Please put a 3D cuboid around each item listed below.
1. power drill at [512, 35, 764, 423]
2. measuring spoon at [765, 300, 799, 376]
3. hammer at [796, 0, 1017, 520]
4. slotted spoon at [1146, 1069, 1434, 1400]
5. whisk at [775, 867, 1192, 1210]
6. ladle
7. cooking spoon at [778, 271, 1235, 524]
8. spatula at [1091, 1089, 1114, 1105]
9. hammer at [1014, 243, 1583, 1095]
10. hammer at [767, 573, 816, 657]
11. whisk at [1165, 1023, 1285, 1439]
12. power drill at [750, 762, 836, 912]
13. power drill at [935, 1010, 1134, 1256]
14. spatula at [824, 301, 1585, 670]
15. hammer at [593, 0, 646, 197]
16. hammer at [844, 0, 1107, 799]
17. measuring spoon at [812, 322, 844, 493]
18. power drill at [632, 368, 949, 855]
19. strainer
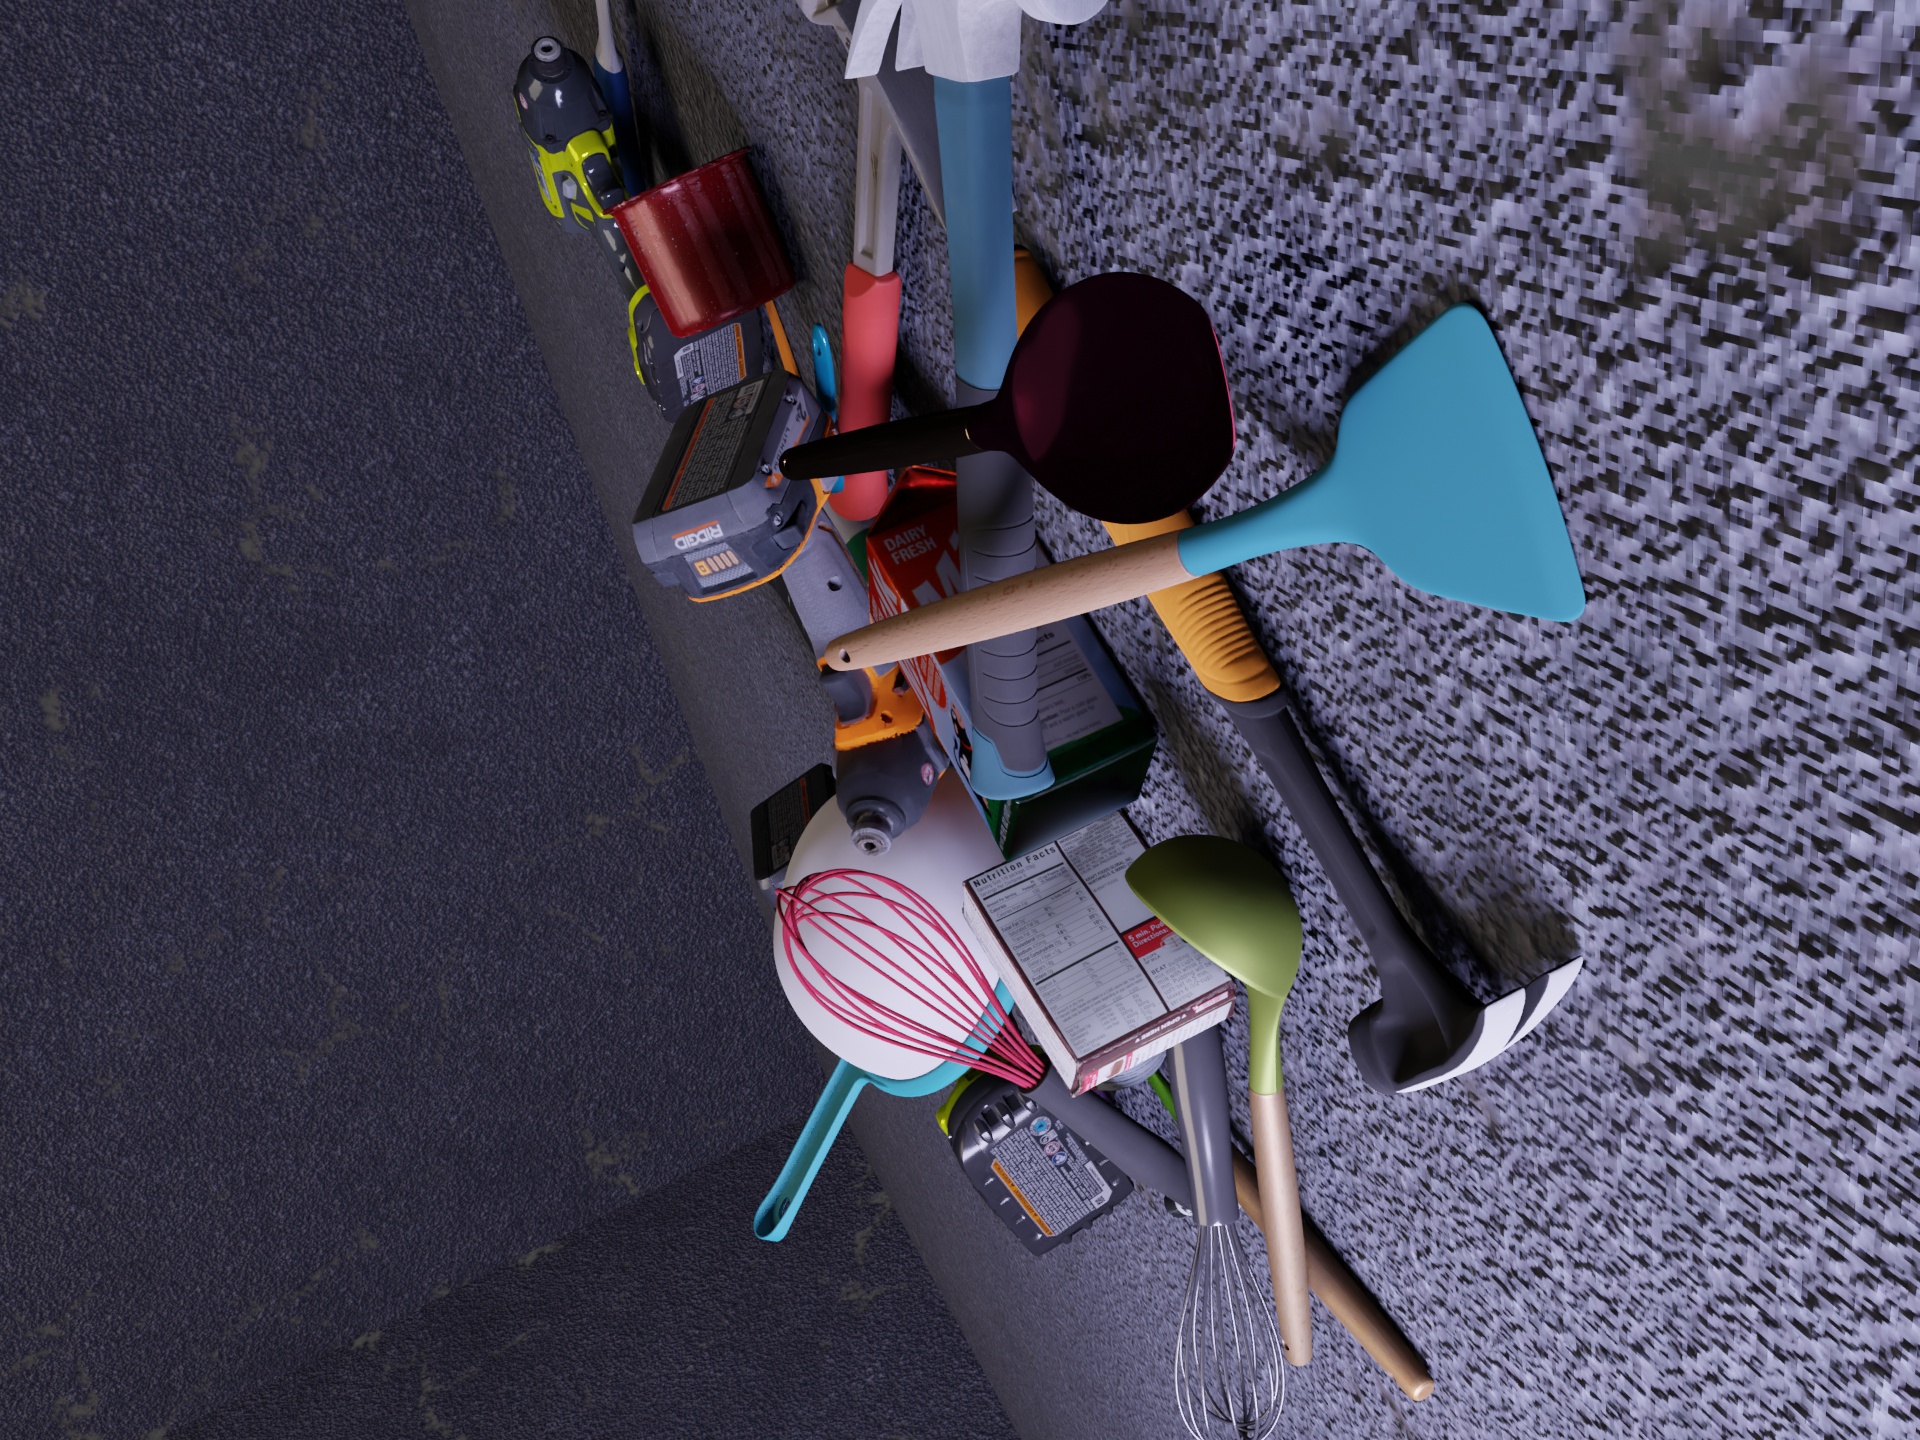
[{"bbox_3d":[-0.220,-0.325,1.049,0.223,0.080,0.171,58,168,10],"label":"power drill"},{"bbox_3d":[-0.122,-0.252,1.024,0.021,0.011,0.116,36,148,65],"label":"measuring spoon"},{"bbox_3d":[-0.039,-0.187,0.768,0.149,0.036,0.359,62,166,17],"label":"hammer"},{"bbox_3d":[0.137,0.227,0.825,0.314,0.031,0.070,45,164,51],"label":"slotted spoon"},{"bbox_3d":[0.023,0.165,0.788,0.295,0.073,0.073,40,176,-21],"label":"whisk"},{"bbox_3d":[0.124,0.181,0.688,0.078,0.062,0.319,-132,24,-55],"label":"ladle"},{"bbox_3d":[-0.002,-0.098,0.539,0.319,0.017,0.068,10,116,63],"label":"cooking spoon"},{"bbox_3d":[0.065,0.197,0.947,0.060,0.018,0.315,57,176,36],"label":"spatula"},{"bbox_3d":[0.087,-0.034,0.549,0.337,0.034,0.127,62,167,17],"label":"hammer"},{"bbox_3d":[-0.063,0.009,1.199,0.409,0.036,0.149,58,164,30],"label":"hammer"},{"bbox_3d":[0.121,0.241,0.775,0.055,0.055,0.239,176,87,-76],"label":"whisk"},{"bbox_3d":[-0.064,0.137,1.213,0.226,0.084,0.186,51,-170,-27],"label":"power drill"},{"bbox_3d":[0.024,0.231,1.032,0.190,0.080,0.229,57,177,-30],"label":"power drill"},{"bbox_3d":[0.047,-0.046,0.506,0.317,0.044,0.082,-13,104,48],"label":"spatula"},{"bbox_3d":[-0.238,-0.458,1.068,0.144,0.035,0.405,63,166,12],"label":"hammer"},{"bbox_3d":[0.011,-0.109,0.566,0.128,0.033,0.330,43,145,49],"label":"hammer"},{"bbox_3d":[-0.079,-0.161,0.832,0.042,0.021,0.128,60,165,22],"label":"measuring spoon"},{"bbox_3d":[-0.071,-0.046,0.822,0.226,0.084,0.164,57,-151,-36],"label":"power drill"},{"bbox_3d":[-0.079,0.168,0.966,0.340,0.095,0.211,-63,33,10],"label":"strainer"}]
